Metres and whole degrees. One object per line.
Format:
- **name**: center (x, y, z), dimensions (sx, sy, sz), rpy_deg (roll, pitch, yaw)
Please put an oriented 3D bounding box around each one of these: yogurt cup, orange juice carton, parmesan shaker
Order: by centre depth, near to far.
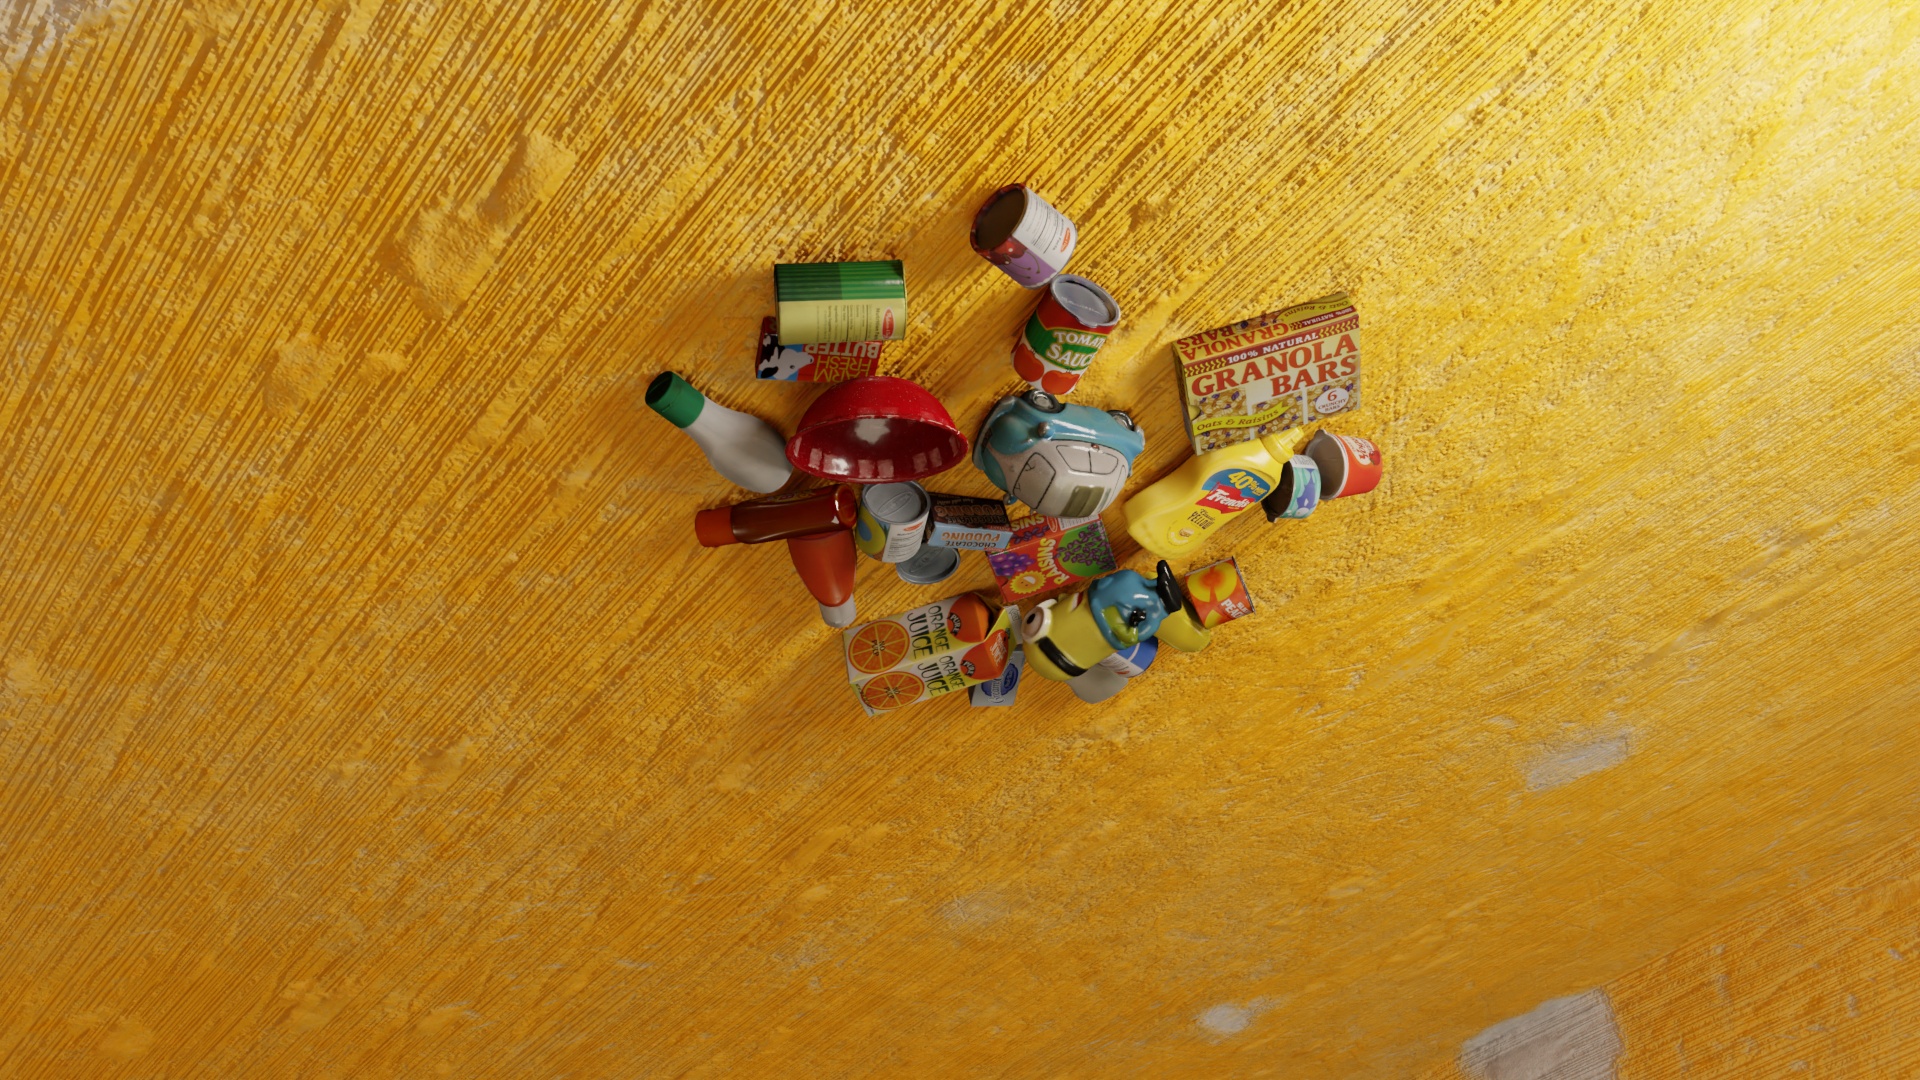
- **parmesan shaker**: center (-0.099, -0.197, 1.130), dimensions (0.103, 0.071, 0.071), rpy_deg (-3, 138, -10)
- **yogurt cup**: center (0.385, -0.074, 1.393), dimensions (0.054, 0.073, 0.072), rpy_deg (-2, 138, -23)
- **orange juice carton**: center (-0.024, 0.117, 1.492), dimensions (0.193, 0.073, 0.071), rpy_deg (-17, 138, 4)

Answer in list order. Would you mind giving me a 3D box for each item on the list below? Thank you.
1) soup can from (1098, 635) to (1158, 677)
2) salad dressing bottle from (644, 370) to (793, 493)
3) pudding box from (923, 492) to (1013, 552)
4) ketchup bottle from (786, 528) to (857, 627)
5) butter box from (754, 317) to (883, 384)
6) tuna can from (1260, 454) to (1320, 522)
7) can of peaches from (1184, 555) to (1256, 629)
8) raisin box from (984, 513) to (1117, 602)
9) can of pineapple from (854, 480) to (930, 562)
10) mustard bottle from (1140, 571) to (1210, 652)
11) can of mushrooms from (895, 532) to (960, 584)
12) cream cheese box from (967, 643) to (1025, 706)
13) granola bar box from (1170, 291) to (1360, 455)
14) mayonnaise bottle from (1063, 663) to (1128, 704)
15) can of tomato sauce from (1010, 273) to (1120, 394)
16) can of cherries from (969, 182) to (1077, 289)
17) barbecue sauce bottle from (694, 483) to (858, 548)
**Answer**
- **soup can**: center (0.168, 0.104, 1.536), dimensions (0.071, 0.072, 0.083), rpy_deg (-37, 132, 25)
- **salad dressing bottle**: center (-0.213, -0.096, 1.231), dimensions (0.064, 0.044, 0.147), rpy_deg (-31, 134, 23)
- **pudding box**: center (0.005, -0.017, 1.368), dimensions (0.084, 0.050, 0.030), rpy_deg (6, 134, -20)
- **ketchup bottle**: center (-0.132, 0.030, 1.390), dimensions (0.065, 0.044, 0.148), rpy_deg (-9, 139, -1)
- **butter box**: center (-0.122, -0.161, 1.195), dimensions (0.104, 0.024, 0.052), rpy_deg (2, 137, -16)
- **tuna can**: center (0.331, -0.052, 1.398), dimensions (0.033, 0.071, 0.070), rpy_deg (3, 136, -18)
- **can of peaches**: center (0.282, 0.059, 1.508), dimensions (0.058, 0.071, 0.071), rpy_deg (-22, 138, 11)
- **raisin box**: center (0.092, 0.011, 1.429), dimensions (0.123, 0.040, 0.085), rpy_deg (-17, 139, 6)
- **can of pineapple**: center (-0.067, -0.022, 1.335), dimensions (0.071, 0.071, 0.057), rpy_deg (1, 137, -15)
- **mustard bottle**: center (0.240, 0.091, 1.539), dimensions (0.048, 0.065, 0.160), rpy_deg (-34, 138, 17)
- **can of mushrooms**: center (-0.037, 0.011, 1.401), dimensions (0.071, 0.033, 0.070), rpy_deg (-7, 139, -6)
- **cream cheese box**: center (0.042, 0.150, 1.583), dimensions (0.053, 0.024, 0.103), rpy_deg (-1, 137, -11)
- **granola bar box**: center (0.288, -0.154, 1.297), dimensions (0.165, 0.039, 0.123), rpy_deg (-16, 138, 3)
- **mayonnaise bottle**: center (0.128, 0.135, 1.577), dimensions (0.064, 0.041, 0.148), rpy_deg (-34, 134, 21)
- **can of tomato sauce**: center (0.090, -0.176, 1.198), dimensions (0.071, 0.071, 0.082), rpy_deg (10, 134, -24)
- **can of cherries**: center (0.048, -0.244, 1.116), dimensions (0.058, 0.072, 0.071), rpy_deg (28, 125, -37)
- **barbecue sauce bottle**: center (-0.175, -0.021, 1.305), dimensions (0.148, 0.065, 0.043), rpy_deg (-9, 95, 14)
